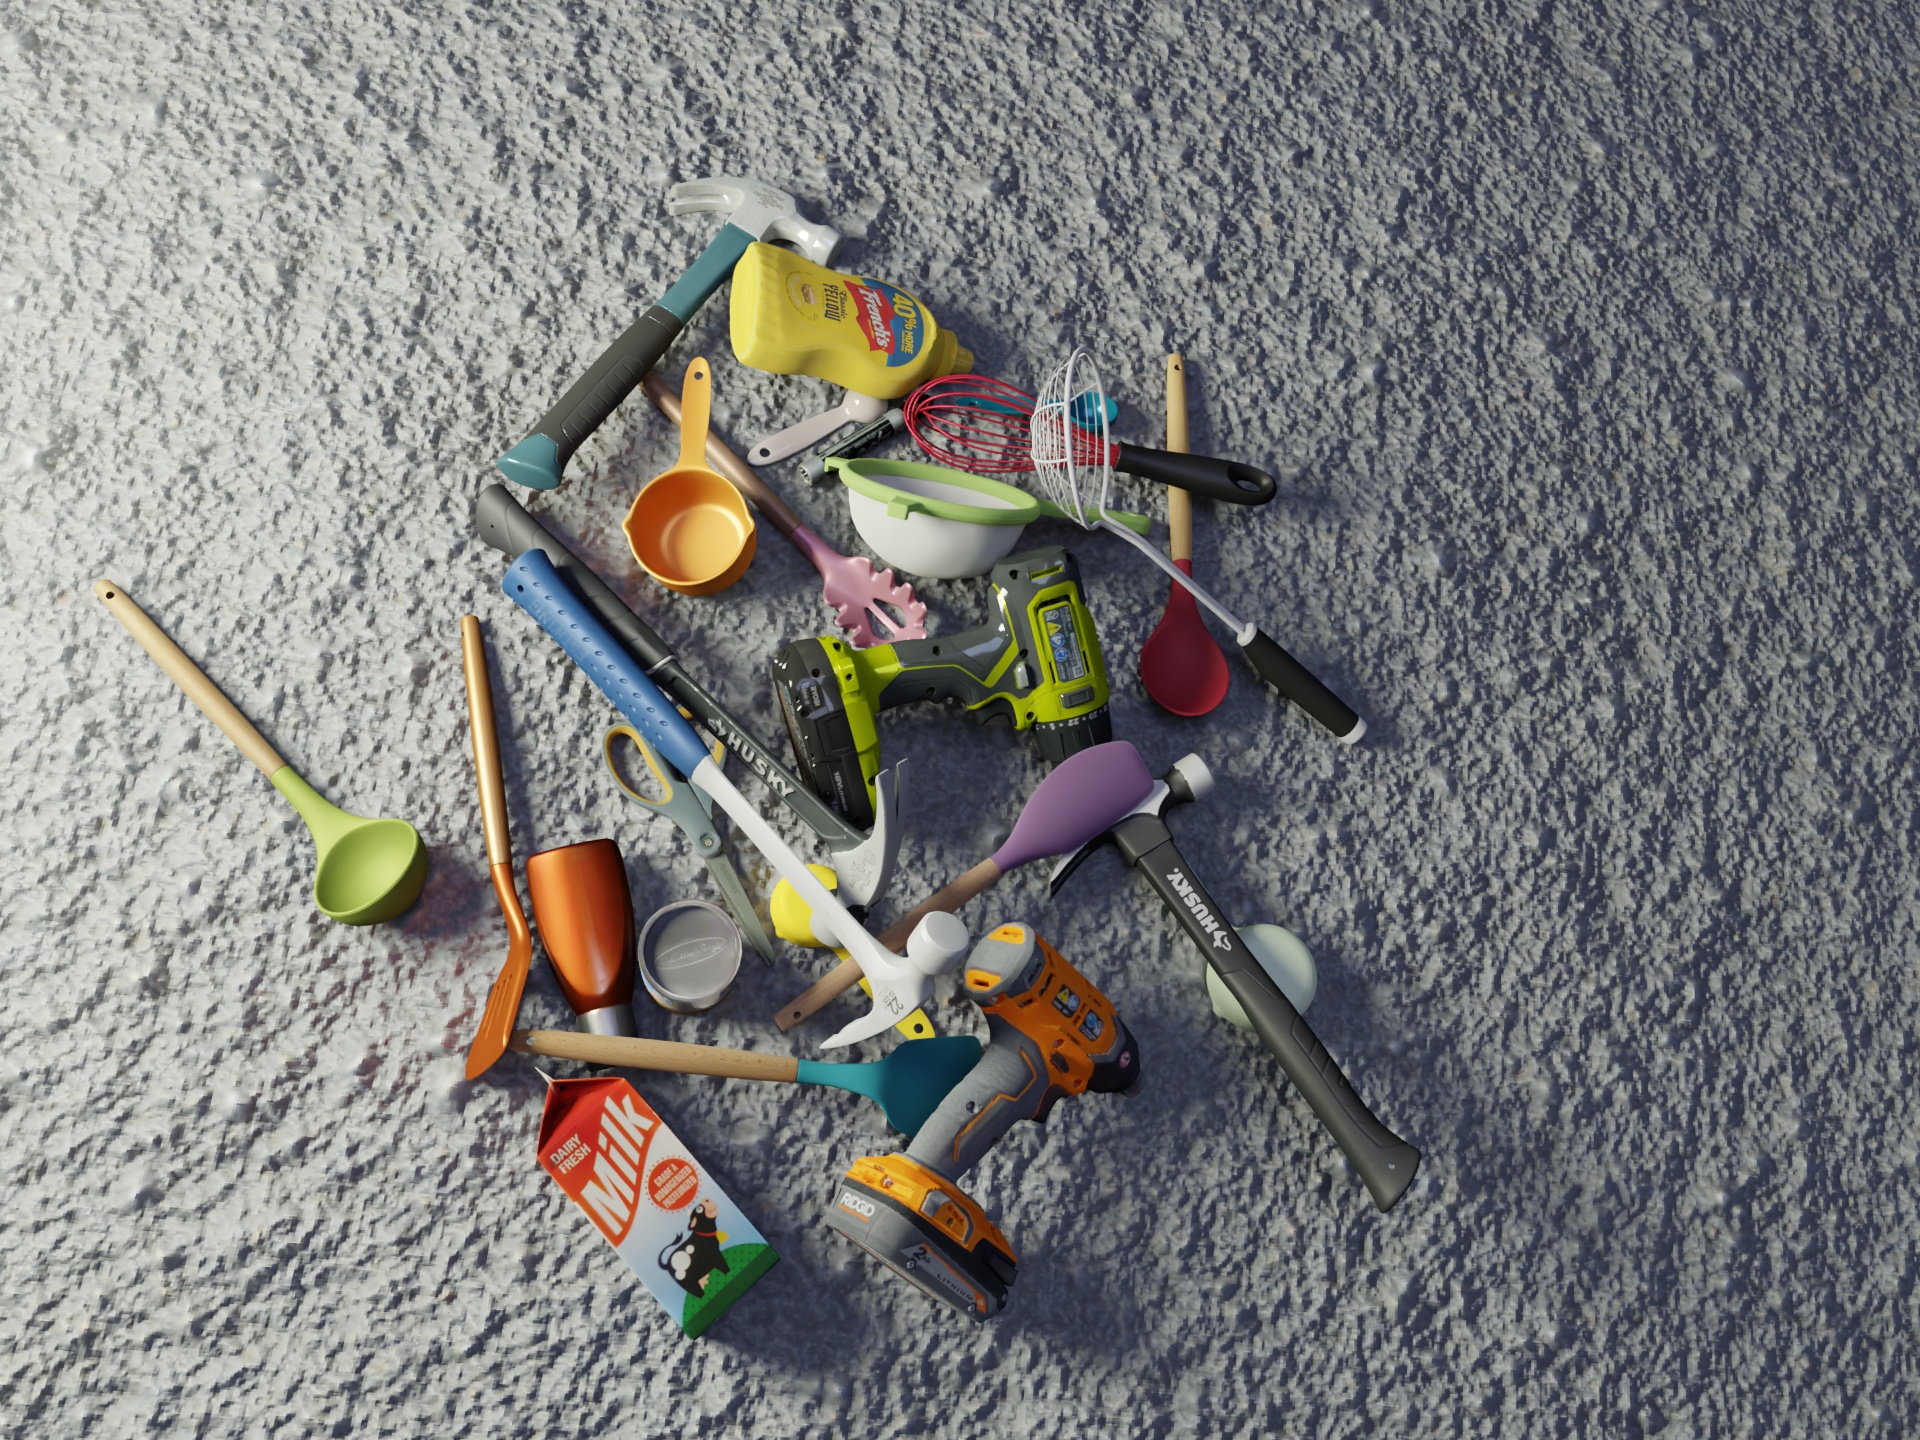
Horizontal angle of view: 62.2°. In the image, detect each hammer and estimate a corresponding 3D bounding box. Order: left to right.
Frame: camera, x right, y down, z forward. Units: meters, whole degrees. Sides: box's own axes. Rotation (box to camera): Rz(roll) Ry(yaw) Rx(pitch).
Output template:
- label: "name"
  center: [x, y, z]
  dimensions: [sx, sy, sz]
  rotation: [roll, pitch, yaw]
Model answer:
- label: "hammer"
  center: [-0.227, -0.293, 1.193]
  dimensions: [0.128, 0.033, 0.331]
  rotation: [33, 64, 2]
- label: "hammer"
  center: [-0.192, -0.029, 1.082]
  dimensions: [0.409, 0.149, 0.036]
  rotation: [42, 39, 16]
- label: "hammer"
  center: [-0.166, 0.043, 1.046]
  dimensions: [0.406, 0.144, 0.035]
  rotation: [46, 39, 14]
- label: "hammer"
  center: [0.196, 0.186, 1.095]
  dimensions: [0.146, 0.035, 0.335]
  rotation: [-30, 67, -11]

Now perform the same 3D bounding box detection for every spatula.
- label: "spatula"
  center: [-0.321, 0.075, 1.072]
  dimensions: [0.041, 0.081, 0.323]
  rotation: [1, 66, -35]
- label: "spatula"
  center: [-0.135, 0.230, 1.045]
  dimensions: [0.317, 0.044, 0.082]
  rotation: [10, 75, -12]
- label: "spatula"
  center: [0.003, 0.114, 1.101]
  dimensions: [0.316, 0.018, 0.059]
  rotation: [-35, 104, -13]

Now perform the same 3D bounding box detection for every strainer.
- label: "strainer"
  center: [0.027, -0.139, 1.191]
  dimensions: [0.256, 0.152, 0.069]
  rotation: [5, 109, -27]

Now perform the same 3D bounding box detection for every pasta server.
- label: "pasta server"
  center: [-0.141, -0.161, 1.182]
  dimensions: [0.060, 0.040, 0.316]
  rotation: [-45, 83, 0]

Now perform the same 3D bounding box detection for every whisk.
- label: "whisk"
  center: [0.101, -0.206, 1.218]
  dimensions: [0.295, 0.073, 0.073]
  rotation: [11, 72, -7]

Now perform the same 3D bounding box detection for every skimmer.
- label: "skimmer"
  center: [0.186, -0.118, 1.161]
  dimensions: [0.363, 0.090, 0.127]
  rotation: [40, 36, -13]

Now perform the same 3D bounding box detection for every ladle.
- label: "ladle"
  center: [-0.475, 0.014, 1.060]
  dimensions: [0.320, 0.062, 0.078]
  rotation: [44, 74, 8]
- label: "ladle"
  center: [0.171, -0.148, 1.241]
  dimensions: [0.069, 0.031, 0.316]
  rotation: [4, 71, -7]

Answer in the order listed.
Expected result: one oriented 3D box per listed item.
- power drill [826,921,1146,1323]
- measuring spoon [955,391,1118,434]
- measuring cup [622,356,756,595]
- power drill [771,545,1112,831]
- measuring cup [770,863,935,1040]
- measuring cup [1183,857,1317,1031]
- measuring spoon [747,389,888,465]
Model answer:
- label: "power drill"
  center: [0.031, 0.269, 1.047]
  dimensions: [0.164, 0.084, 0.226]
  rotation: [44, 67, -27]
- label: "measuring spoon"
  center: [0.060, -0.241, 1.257]
  dimensions: [0.128, 0.021, 0.042]
  rotation: [3, 49, 0]
- label: "measuring cup"
  center: [-0.190, -0.175, 1.159]
  dimensions: [0.095, 0.052, 0.174]
  rotation: [0, 77, 4]
- label: "power drill"
  center: [-0.002, -0.004, 1.122]
  dimensions: [0.228, 0.080, 0.190]
  rotation: [-18, 104, -13]
- label: "measuring cup"
  center: [-0.070, 0.164, 1.099]
  dimensions: [0.062, 0.029, 0.156]
  rotation: [-40, 82, -19]
- label: "measuring cup"
  center: [0.192, 0.147, 1.146]
  dimensions: [0.083, 0.038, 0.167]
  rotation: [-34, 84, -18]
- label: "measuring spoon"
  center: [-0.109, -0.227, 1.218]
  dimensions: [0.124, 0.018, 0.034]
  rotation: [-31, 81, -17]
